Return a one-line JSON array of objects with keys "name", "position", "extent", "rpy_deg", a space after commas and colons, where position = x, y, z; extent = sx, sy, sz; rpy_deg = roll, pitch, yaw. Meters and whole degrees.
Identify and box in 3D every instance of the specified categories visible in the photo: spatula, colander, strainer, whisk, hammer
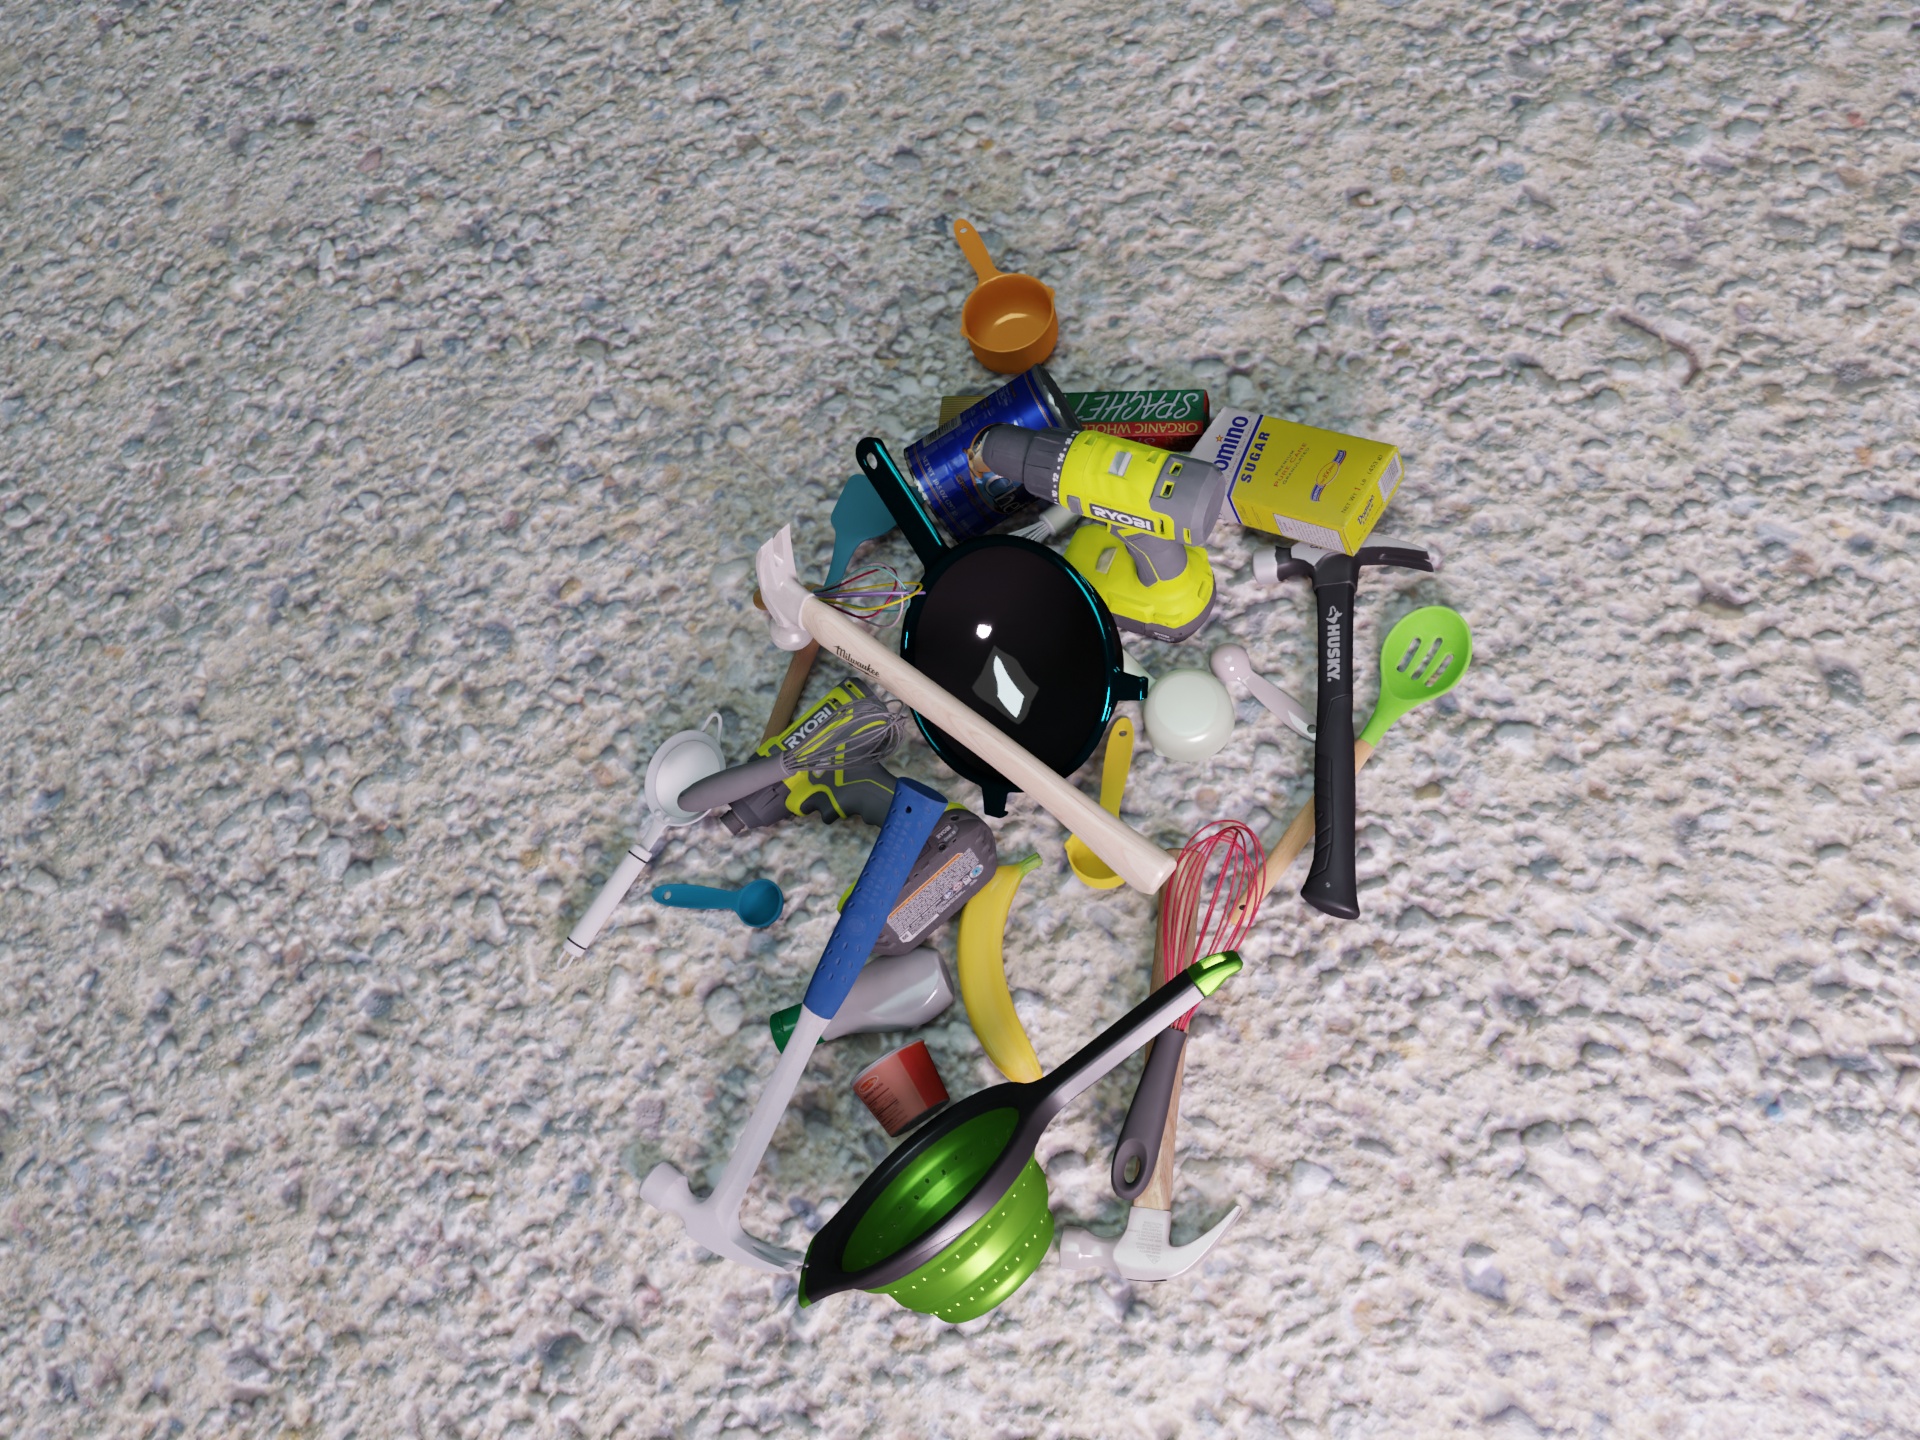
[{"name": "spatula", "position": [-0.123, -0.086, 1.437], "extent": [0.082, 0.044, 0.317], "rpy_deg": [17, 77, 18]}, {"name": "colander", "position": [0.064, 0.316, 1.151], "extent": [0.397, 0.204, 0.094], "rpy_deg": [-38, 96, 5]}, {"name": "strainer", "position": [0.026, -0.103, 1.337], "extent": [0.211, 0.095, 0.340], "rpy_deg": [-43, 71, 34]}, {"name": "whisk", "position": [0.072, -0.169, 1.417], "extent": [0.246, 0.058, 0.059], "rpy_deg": [-36, 99, -7]}, {"name": "hammer", "position": [0.305, -0.003, 1.272], "extent": [0.146, 0.035, 0.335], "rpy_deg": [-6, 63, 24]}, {"name": "whisk", "position": [-0.114, -0.107, 1.364], "extent": [0.245, 0.051, 0.047], "rpy_deg": [4, 59, 53]}, {"name": "hammer", "position": [0.160, 0.259, 1.225], "extent": [0.130, 0.031, 0.331], "rpy_deg": [3, 69, 14]}, {"name": "strainer", "position": [-0.273, 0.108, 1.380], "extent": [0.087, 0.050, 0.258], "rpy_deg": [31, 83, 32]}, {"name": "whisk", "position": [0.166, 0.214, 1.196], "extent": [0.073, 0.073, 0.296], "rpy_deg": [15, 78, 18]}, {"name": "hammer", "position": [-0.002, -0.004, 1.251], "extent": [0.411, 0.146, 0.038], "rpy_deg": [36, 67, 18]}, {"name": "whisk", "position": [-0.141, 0.032, 1.297], "extent": [0.239, 0.055, 0.055], "rpy_deg": [-21, 63, 29]}, {"name": "hammer", "position": [-0.108, 0.233, 1.212], "extent": [0.144, 0.035, 0.405], "rpy_deg": [29, 101, 19]}]

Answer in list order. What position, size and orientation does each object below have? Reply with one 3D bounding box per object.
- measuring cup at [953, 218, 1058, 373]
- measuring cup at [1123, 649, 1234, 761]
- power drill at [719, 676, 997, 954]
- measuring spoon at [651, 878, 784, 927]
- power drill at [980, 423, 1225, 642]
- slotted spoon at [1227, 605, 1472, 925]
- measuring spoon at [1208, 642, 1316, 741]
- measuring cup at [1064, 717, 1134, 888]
[{"name": "measuring cup", "position": [0.034, -0.404, 1.516], "extent": [0.095, 0.052, 0.174], "rpy_deg": [-25, 63, 2]}, {"name": "measuring cup", "position": [0.158, -0.035, 1.341], "extent": [0.083, 0.038, 0.168], "rpy_deg": [-45, 68, -8]}, {"name": "power drill", "position": [-0.089, 0.082, 1.316], "extent": [0.171, 0.080, 0.223], "rpy_deg": [-41, 52, -7]}, {"name": "measuring spoon", "position": [-0.206, 0.155, 1.361], "extent": [0.129, 0.021, 0.042], "rpy_deg": [2, 69, 23]}, {"name": "power drill", "position": [0.121, -0.159, 1.296], "extent": [0.191, 0.228, 0.080], "rpy_deg": [19, 73, 19]}, {"name": "slotted spoon", "position": [0.310, 0.038, 1.285], "extent": [0.070, 0.031, 0.314], "rpy_deg": [34, 81, 25]}, {"name": "measuring spoon", "position": [0.257, -0.024, 1.326], "extent": [0.034, 0.018, 0.124], "rpy_deg": [-44, 67, -7]}, {"name": "measuring cup", "position": [0.126, 0.069, 1.320], "extent": [0.062, 0.029, 0.157], "rpy_deg": [5, 57, 14]}]
